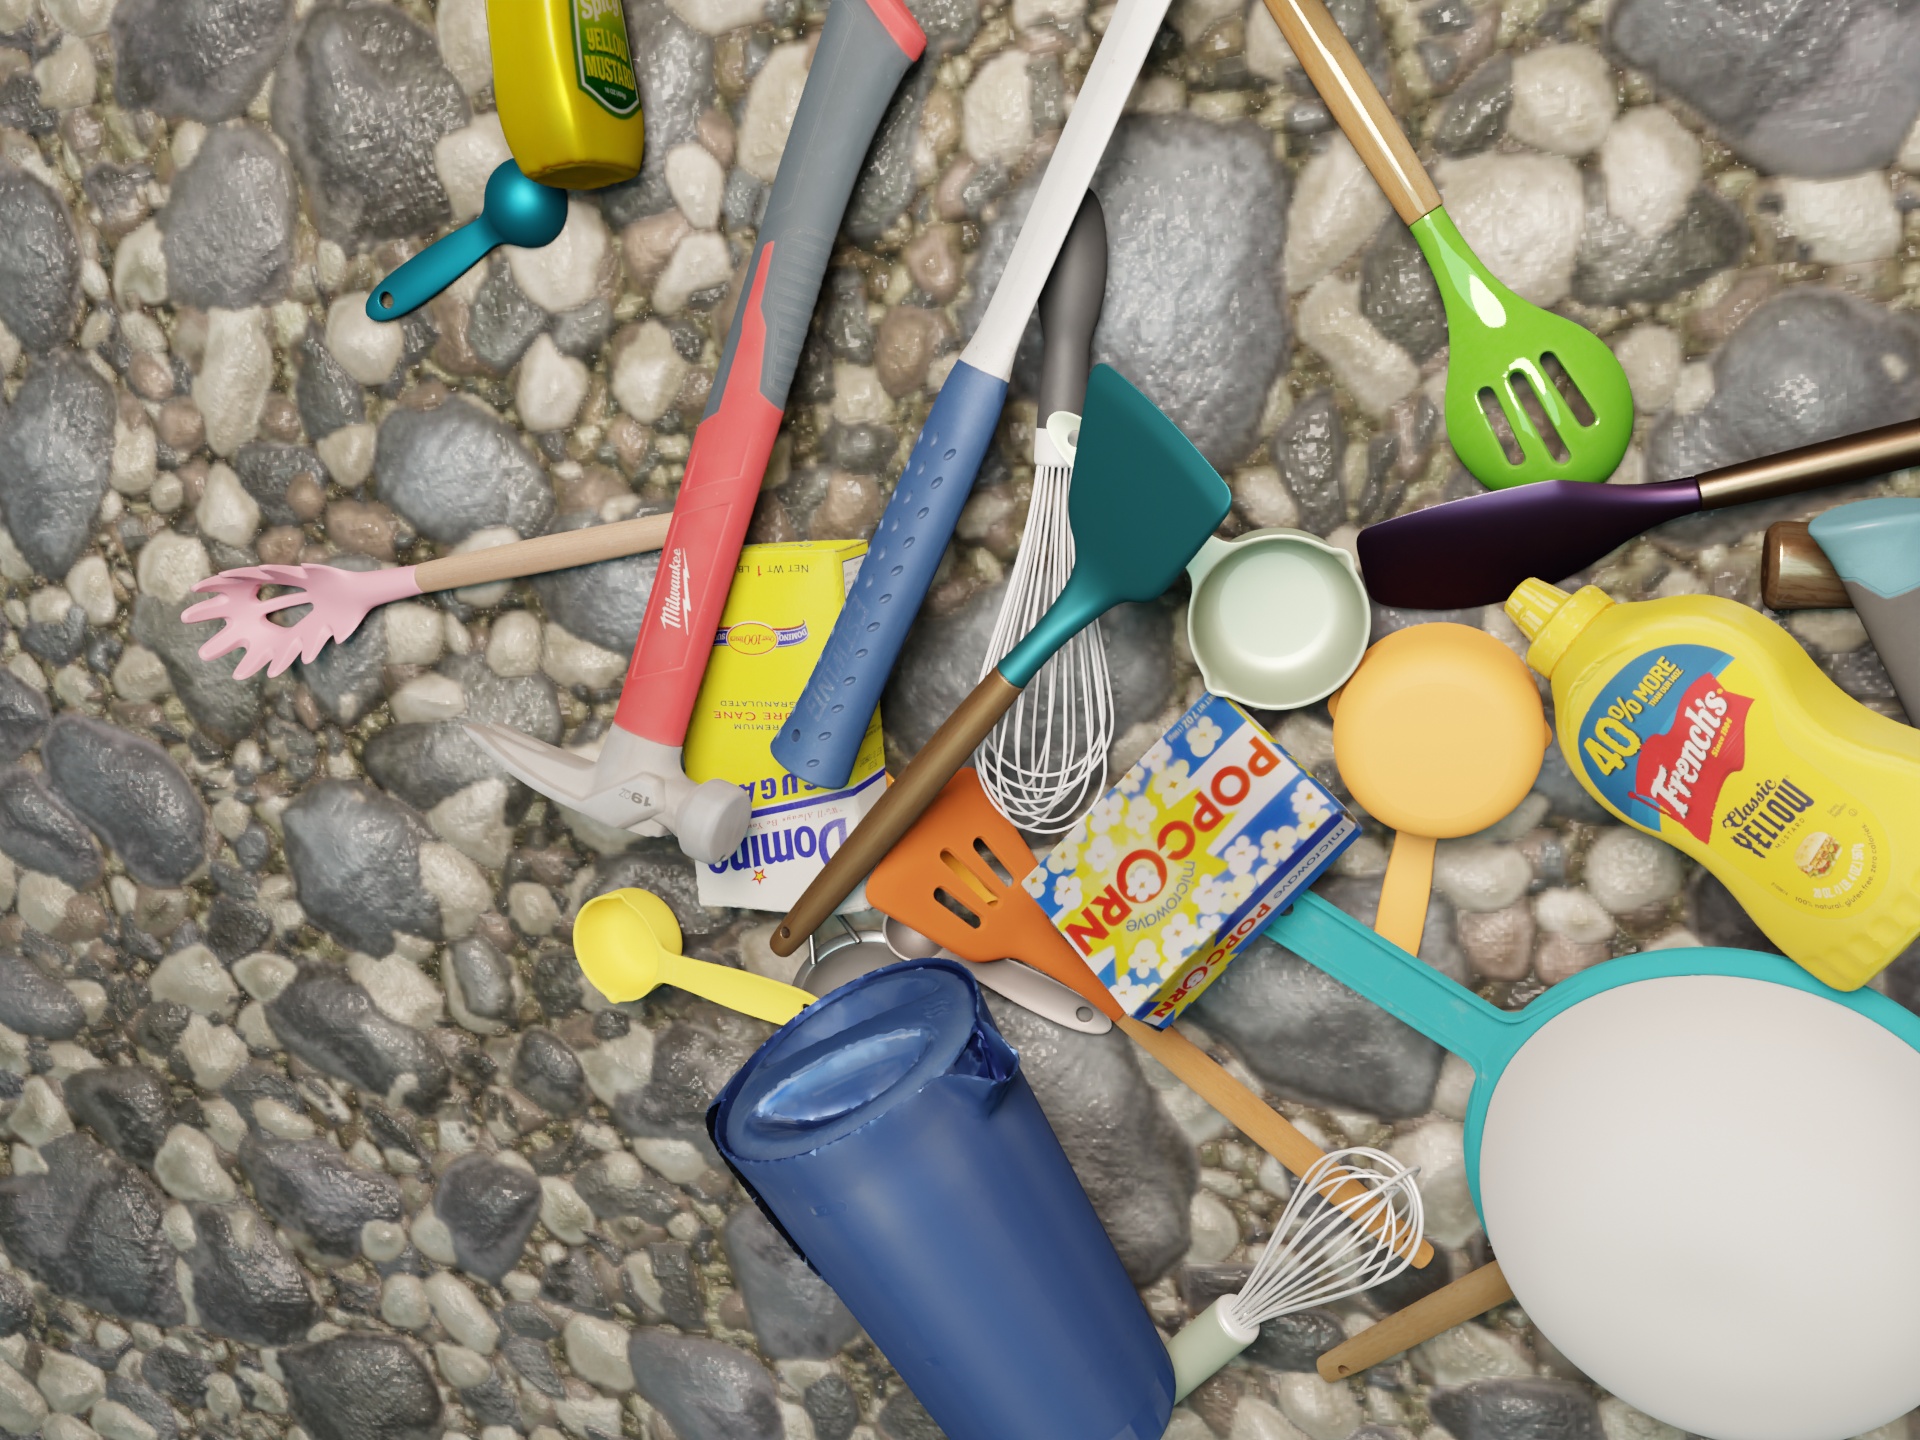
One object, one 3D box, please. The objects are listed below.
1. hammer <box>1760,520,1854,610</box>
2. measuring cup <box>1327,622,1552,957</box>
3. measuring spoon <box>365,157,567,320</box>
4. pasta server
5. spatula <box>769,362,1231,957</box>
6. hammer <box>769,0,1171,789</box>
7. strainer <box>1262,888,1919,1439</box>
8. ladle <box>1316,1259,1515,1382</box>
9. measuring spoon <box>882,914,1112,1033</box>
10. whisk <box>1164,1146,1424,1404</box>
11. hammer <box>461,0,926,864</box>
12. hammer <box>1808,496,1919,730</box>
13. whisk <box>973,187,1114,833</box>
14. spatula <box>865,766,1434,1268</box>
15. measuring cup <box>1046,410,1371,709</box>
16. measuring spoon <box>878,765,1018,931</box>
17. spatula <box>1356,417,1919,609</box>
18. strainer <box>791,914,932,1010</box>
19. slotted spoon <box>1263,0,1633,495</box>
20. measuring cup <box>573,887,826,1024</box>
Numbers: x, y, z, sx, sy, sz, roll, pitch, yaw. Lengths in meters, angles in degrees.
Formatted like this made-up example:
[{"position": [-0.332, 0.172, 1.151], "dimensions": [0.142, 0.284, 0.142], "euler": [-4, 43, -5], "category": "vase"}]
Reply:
[{"position": [0.477, -0.052, 0.583], "dimensions": [0.331, 0.031, 0.130], "euler": [2, 105, 17], "category": "hammer"}, {"position": [0.198, 0.047, 0.685], "dimensions": [0.095, 0.052, 0.173], "euler": [10, 105, 15], "category": "measuring cup"}, {"position": [-0.245, -0.228, 0.767], "dimensions": [0.128, 0.021, 0.042], "euler": [-26, 95, 21], "category": "measuring spoon"}, {"position": [-0.253, -0.073, 0.805], "dimensions": [0.316, 0.040, 0.060], "euler": [-8, 114, 18], "category": "pasta server"}, {"position": [-0.001, -0.002, 0.676], "dimensions": [0.082, 0.044, 0.317], "euler": [51, 118, 23], "category": "spatula"}, {"position": [0.018, -0.152, 0.654], "dimensions": [0.144, 0.035, 0.405], "euler": [35, 109, 32], "category": "hammer"}, {"position": [0.245, 0.169, 0.636], "dimensions": [0.340, 0.095, 0.211], "euler": [32, 119, 15], "category": "strainer"}, {"position": [0.286, 0.223, 0.719], "dimensions": [0.078, 0.062, 0.320], "euler": [44, 120, -6], "category": "ladle"}, {"position": [0.019, 0.122, 0.787], "dimensions": [0.124, 0.018, 0.034], "euler": [27, 108, 2], "category": "measuring spoon"}, {"position": [0.138, 0.281, 0.760], "dimensions": [0.058, 0.059, 0.246], "euler": [54, 128, 27], "category": "whisk"}, {"position": [-0.110, -0.139, 0.707], "dimensions": [0.143, 0.038, 0.386], "euler": [22, 100, 18], "category": "hammer"}, {"position": [0.416, 0.058, 0.613], "dimensions": [0.128, 0.033, 0.331], "euler": [-27, 102, 24], "category": "hammer"}, {"position": [0.043, -0.088, 0.700], "dimensions": [0.070, 0.070, 0.284], "euler": [7, 102, 16], "category": "whisk"}, {"position": [0.098, 0.153, 0.751], "dimensions": [0.322, 0.041, 0.081], "euler": [39, 76, 1], "category": "spatula"}, {"position": [0.102, -0.076, 0.682], "dimensions": [0.167, 0.038, 0.083], "euler": [42, 108, -3], "category": "measuring cup"}, {"position": [-0.014, 0.059, 0.781], "dimensions": [0.117, 0.011, 0.021], "euler": [46, 116, 5], "category": "measuring spoon"}, {"position": [0.317, -0.094, 0.625], "dimensions": [0.316, 0.018, 0.059], "euler": [-13, 132, 18], "category": "spatula"}, {"position": [-0.014, 0.208, 0.806], "dimensions": [0.087, 0.050, 0.258], "euler": [-27, 99, 10], "category": "strainer"}, {"position": [0.171, -0.223, 0.636], "dimensions": [0.070, 0.031, 0.314], "euler": [-31, 92, 25], "category": "slotted spoon"}, {"position": [-0.128, 0.126, 0.812], "dimensions": [0.156, 0.029, 0.062], "euler": [14, 108, 23], "category": "measuring cup"}]
